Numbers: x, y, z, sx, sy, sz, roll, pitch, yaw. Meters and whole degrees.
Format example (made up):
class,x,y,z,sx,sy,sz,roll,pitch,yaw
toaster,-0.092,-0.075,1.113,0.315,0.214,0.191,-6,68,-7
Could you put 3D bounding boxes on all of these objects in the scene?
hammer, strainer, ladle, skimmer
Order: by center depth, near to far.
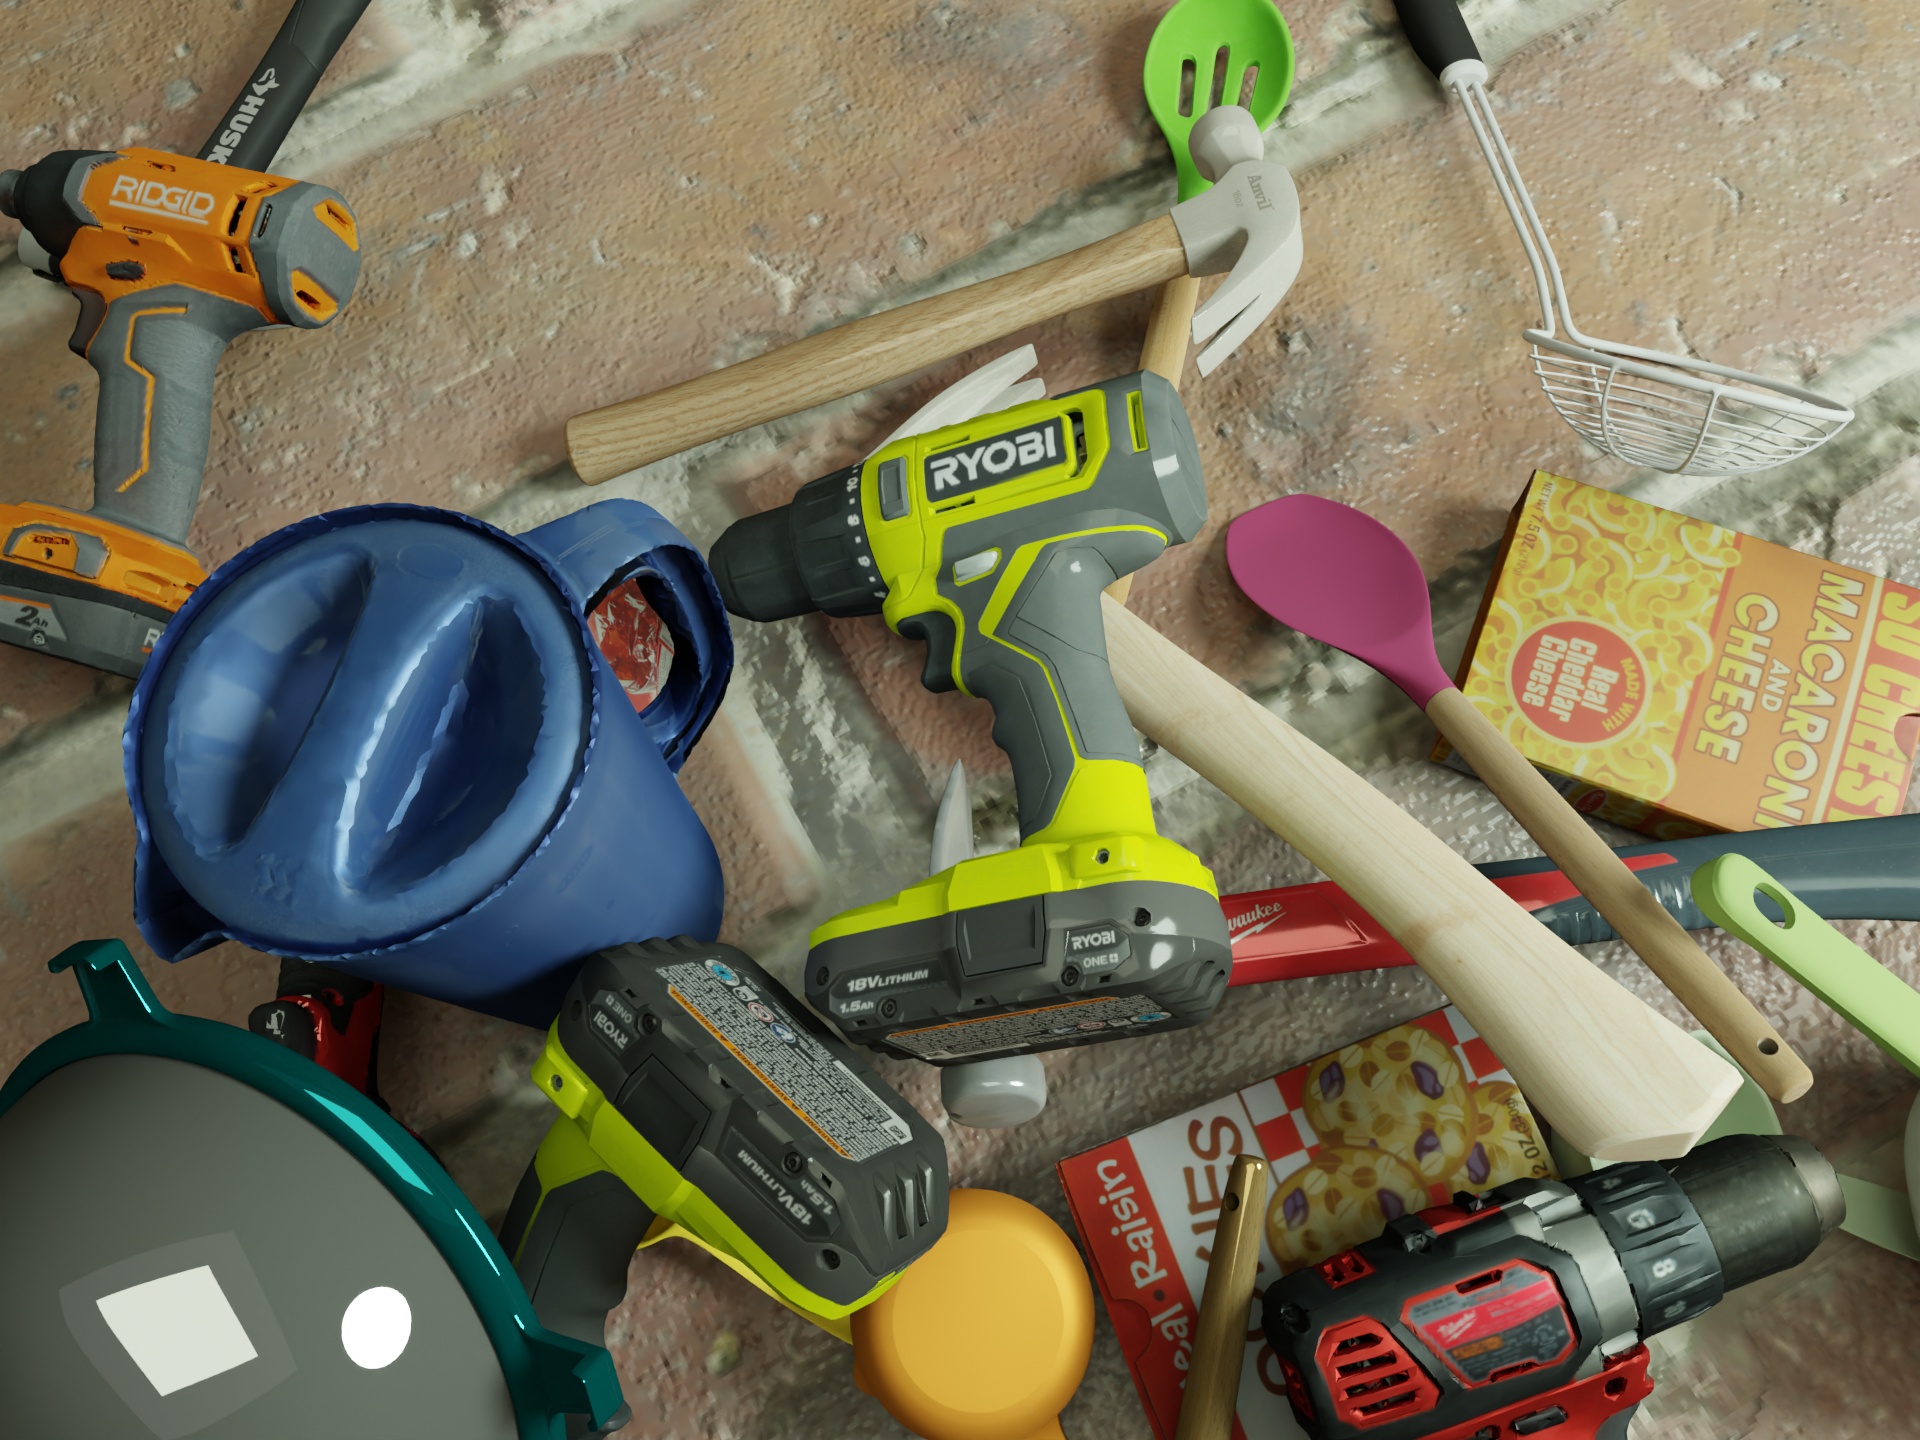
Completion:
class,x,y,z,sx,sy,sz,roll,pitch,yaw
strainer,-0.253,0.240,0.459,0.211,0.095,0.340,37,117,6
ladle,0.064,0.297,0.510,0.069,0.031,0.315,6,83,47
strainer,0.329,0.134,0.535,0.256,0.069,0.151,38,61,-4
hammer,0.180,0.057,0.587,0.386,0.038,0.143,-8,55,6
hammer,0.103,-0.001,0.591,0.146,0.038,0.411,-42,58,-11
hammer,-0.015,-0.165,0.685,0.331,0.031,0.130,-17,51,8
skimmer,0.261,-0.256,0.692,0.127,0.090,0.364,0,64,-30
hammer,-0.321,-0.340,0.796,0.146,0.035,0.335,19,73,11

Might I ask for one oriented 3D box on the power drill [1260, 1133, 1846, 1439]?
class,x,y,z,sx,sy,sz,roll,pitch,yaw
power drill,0.217,0.253,0.499,0.188,0.080,0.227,-19,83,-2

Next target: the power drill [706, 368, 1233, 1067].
class,x,y,z,sx,sy,sz,roll,pitch,yaw
power drill,-0.001,-0.002,0.561,0.190,0.080,0.229,-13,65,19

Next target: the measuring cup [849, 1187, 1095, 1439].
class,x,y,z,sx,sy,sz,roll,pitch,yaw
measuring cup,0.026,0.245,0.552,0.095,0.052,0.174,-28,74,-12

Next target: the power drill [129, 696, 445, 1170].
class,x,y,z,sx,sy,sz,roll,pitch,yaw
power drill,-0.244,0.093,0.583,0.078,0.143,0.220,-12,68,3

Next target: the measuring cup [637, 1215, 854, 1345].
class,x,y,z,sx,sy,sz,roll,pitch,yaw
measuring cup,-0.084,0.196,0.601,0.156,0.029,0.062,31,73,2

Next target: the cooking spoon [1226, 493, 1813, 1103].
class,x,y,z,sx,sy,sz,roll,pitch,yaw
cooking spoon,0.192,0.010,0.585,0.069,0.017,0.319,-23,47,-8

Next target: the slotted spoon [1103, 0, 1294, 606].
class,x,y,z,sx,sy,sz,roll,pitch,yaw
slotted spoon,0.096,-0.195,0.717,0.070,0.031,0.314,11,74,8

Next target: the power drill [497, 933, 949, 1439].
class,x,y,z,sx,sy,sz,roll,pitch,yaw
power drill,-0.110,0.196,0.504,0.171,0.080,0.223,39,102,19

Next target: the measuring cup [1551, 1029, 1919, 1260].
class,x,y,z,sx,sy,sz,roll,pitch,yaw
measuring cup,0.292,0.168,0.576,0.167,0.038,0.083,21,71,-6

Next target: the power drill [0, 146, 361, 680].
class,x,y,z,sx,sy,sz,roll,pitch,yaw
power drill,-0.372,-0.140,0.690,0.164,0.084,0.226,15,82,10
